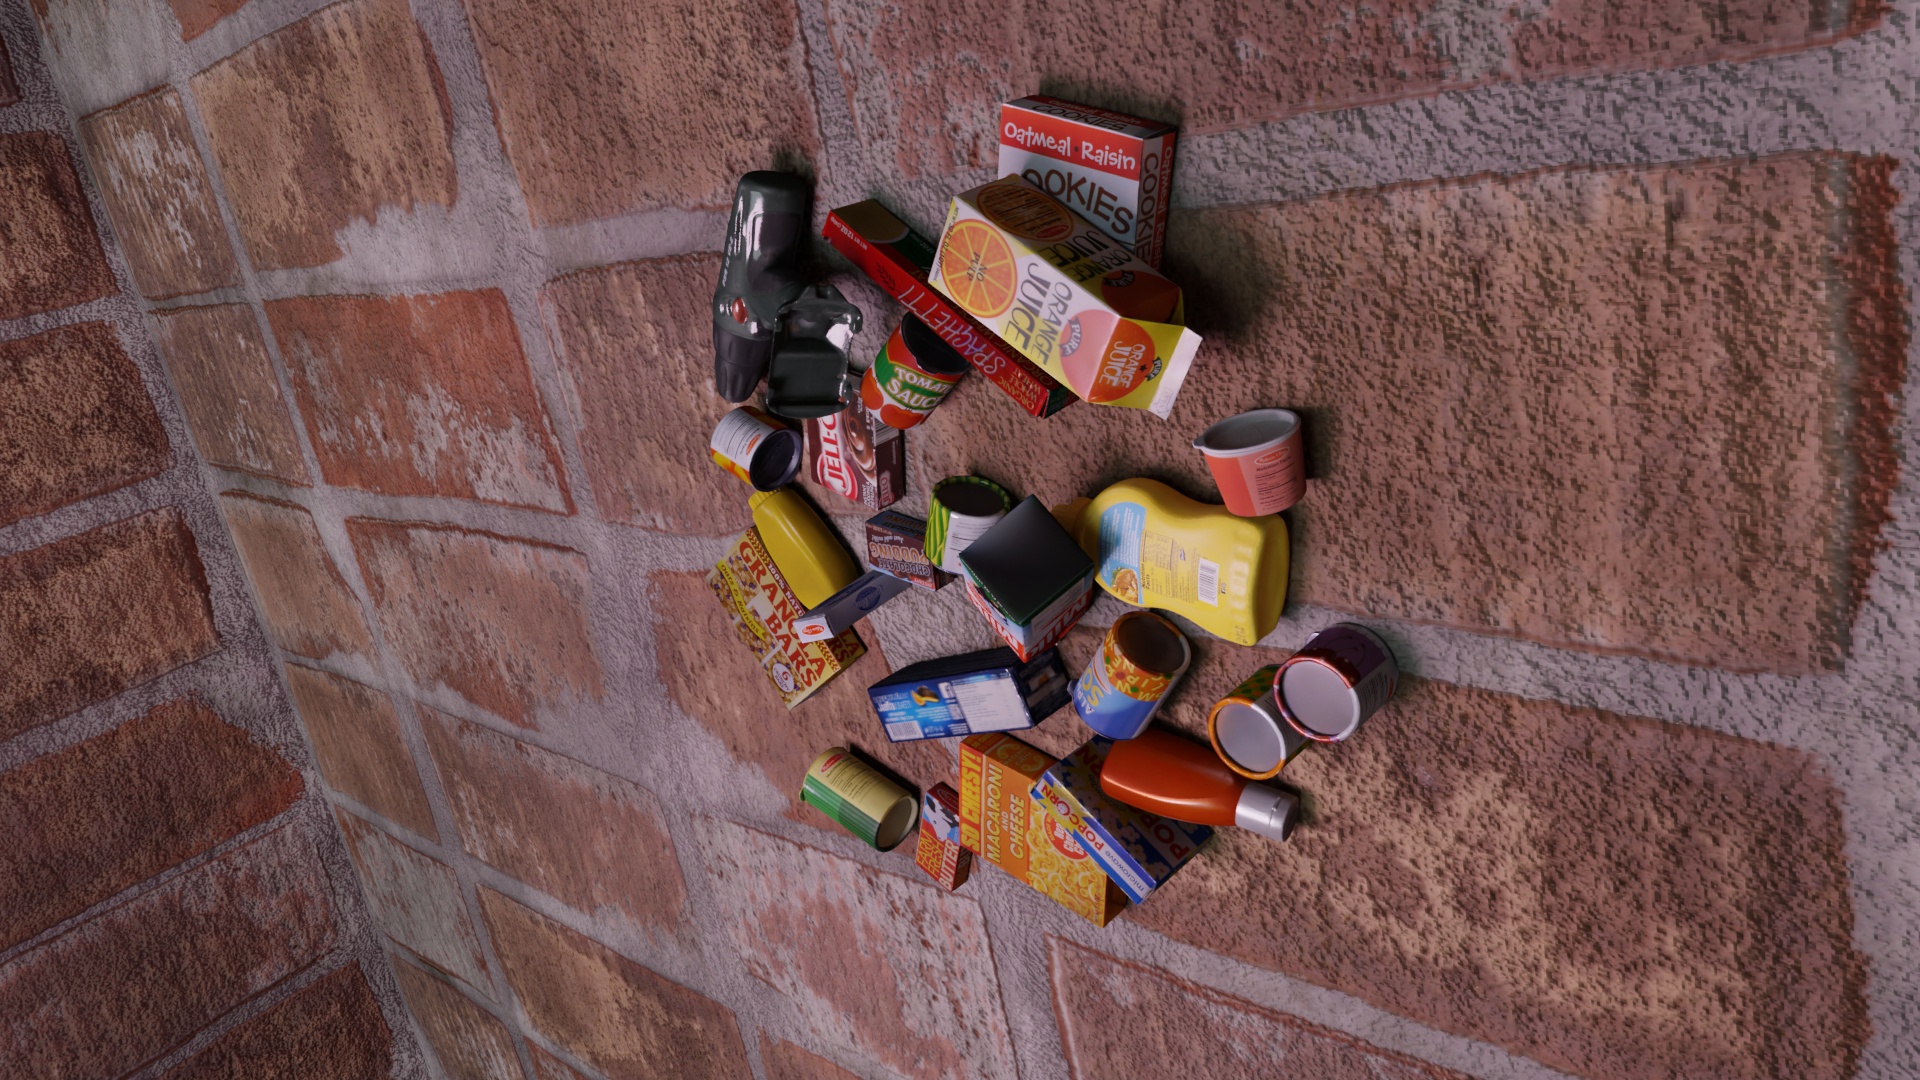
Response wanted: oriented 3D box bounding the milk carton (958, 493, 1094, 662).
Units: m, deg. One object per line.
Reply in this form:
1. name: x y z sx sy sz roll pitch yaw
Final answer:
1. milk carton: 0.053 0.038 1.087 0.072 0.073 0.190 49 173 15

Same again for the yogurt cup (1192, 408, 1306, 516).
1. yogurt cup: 0.200 -0.052 0.935 0.072 0.073 0.053 3 121 44

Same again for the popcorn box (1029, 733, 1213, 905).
1. popcorn box: 0.132 0.223 1.132 0.127 0.085 0.038 44 135 20

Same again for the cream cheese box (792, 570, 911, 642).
1. cream cheese box: -0.098 0.057 1.261 0.053 0.104 0.024 -14 105 49

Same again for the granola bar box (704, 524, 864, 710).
1. granola bar box: -0.178 0.074 1.400 0.165 0.039 0.123 56 139 7

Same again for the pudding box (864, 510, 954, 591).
1. pudding box: -0.045 0.009 1.238 0.084 0.030 0.049 19 124 38

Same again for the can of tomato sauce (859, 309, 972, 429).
1. can of tomato sauce: -0.036 -0.137 1.122 0.071 0.071 0.082 54 139 9

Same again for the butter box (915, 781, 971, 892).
1. butter box: -0.014 0.291 1.362 0.053 0.024 0.103 32 130 31

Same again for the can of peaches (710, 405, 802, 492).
1. can of peaches: -0.191 -0.086 1.310 0.058 0.071 0.071 30 130 31

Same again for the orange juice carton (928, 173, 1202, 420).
1. orange juice carton: 0.076 -0.161 0.932 0.193 0.073 0.071 40 135 21

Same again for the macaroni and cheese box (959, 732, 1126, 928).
1. macaroni and cheese box: 0.073 0.253 1.241 0.166 0.040 0.123 23 126 35

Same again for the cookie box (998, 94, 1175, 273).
1. cookie box: 0.083 -0.218 0.981 0.123 0.040 0.166 26 128 34

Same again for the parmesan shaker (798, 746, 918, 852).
1. parmesan shaker: -0.102 0.263 1.399 0.103 0.071 0.071 27 128 33

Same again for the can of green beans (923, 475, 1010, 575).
1. can of green beans: 0.005 -0.013 1.149 0.071 0.071 0.057 32 130 30

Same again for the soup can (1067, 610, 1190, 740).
1. soup can: 0.130 0.104 1.082 0.071 0.072 0.083 43 135 20

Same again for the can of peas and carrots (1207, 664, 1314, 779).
1. can of peas and carrots: 0.221 0.133 1.014 0.071 0.059 0.070 23 125 36

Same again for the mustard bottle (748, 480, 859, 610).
1. mustard bottle: -0.160 -0.008 1.331 0.160 0.049 0.065 56 138 9

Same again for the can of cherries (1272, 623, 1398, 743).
1. can of cherries: 0.256 0.098 0.960 0.071 0.059 0.071 22 125 35

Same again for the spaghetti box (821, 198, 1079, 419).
1. spaghetti box: -0.007 -0.184 1.081 0.250 0.050 0.028 42 136 21

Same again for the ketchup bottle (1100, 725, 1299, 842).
1. ketchup bottle: 0.187 0.192 1.081 0.149 0.065 0.043 16 146 30
